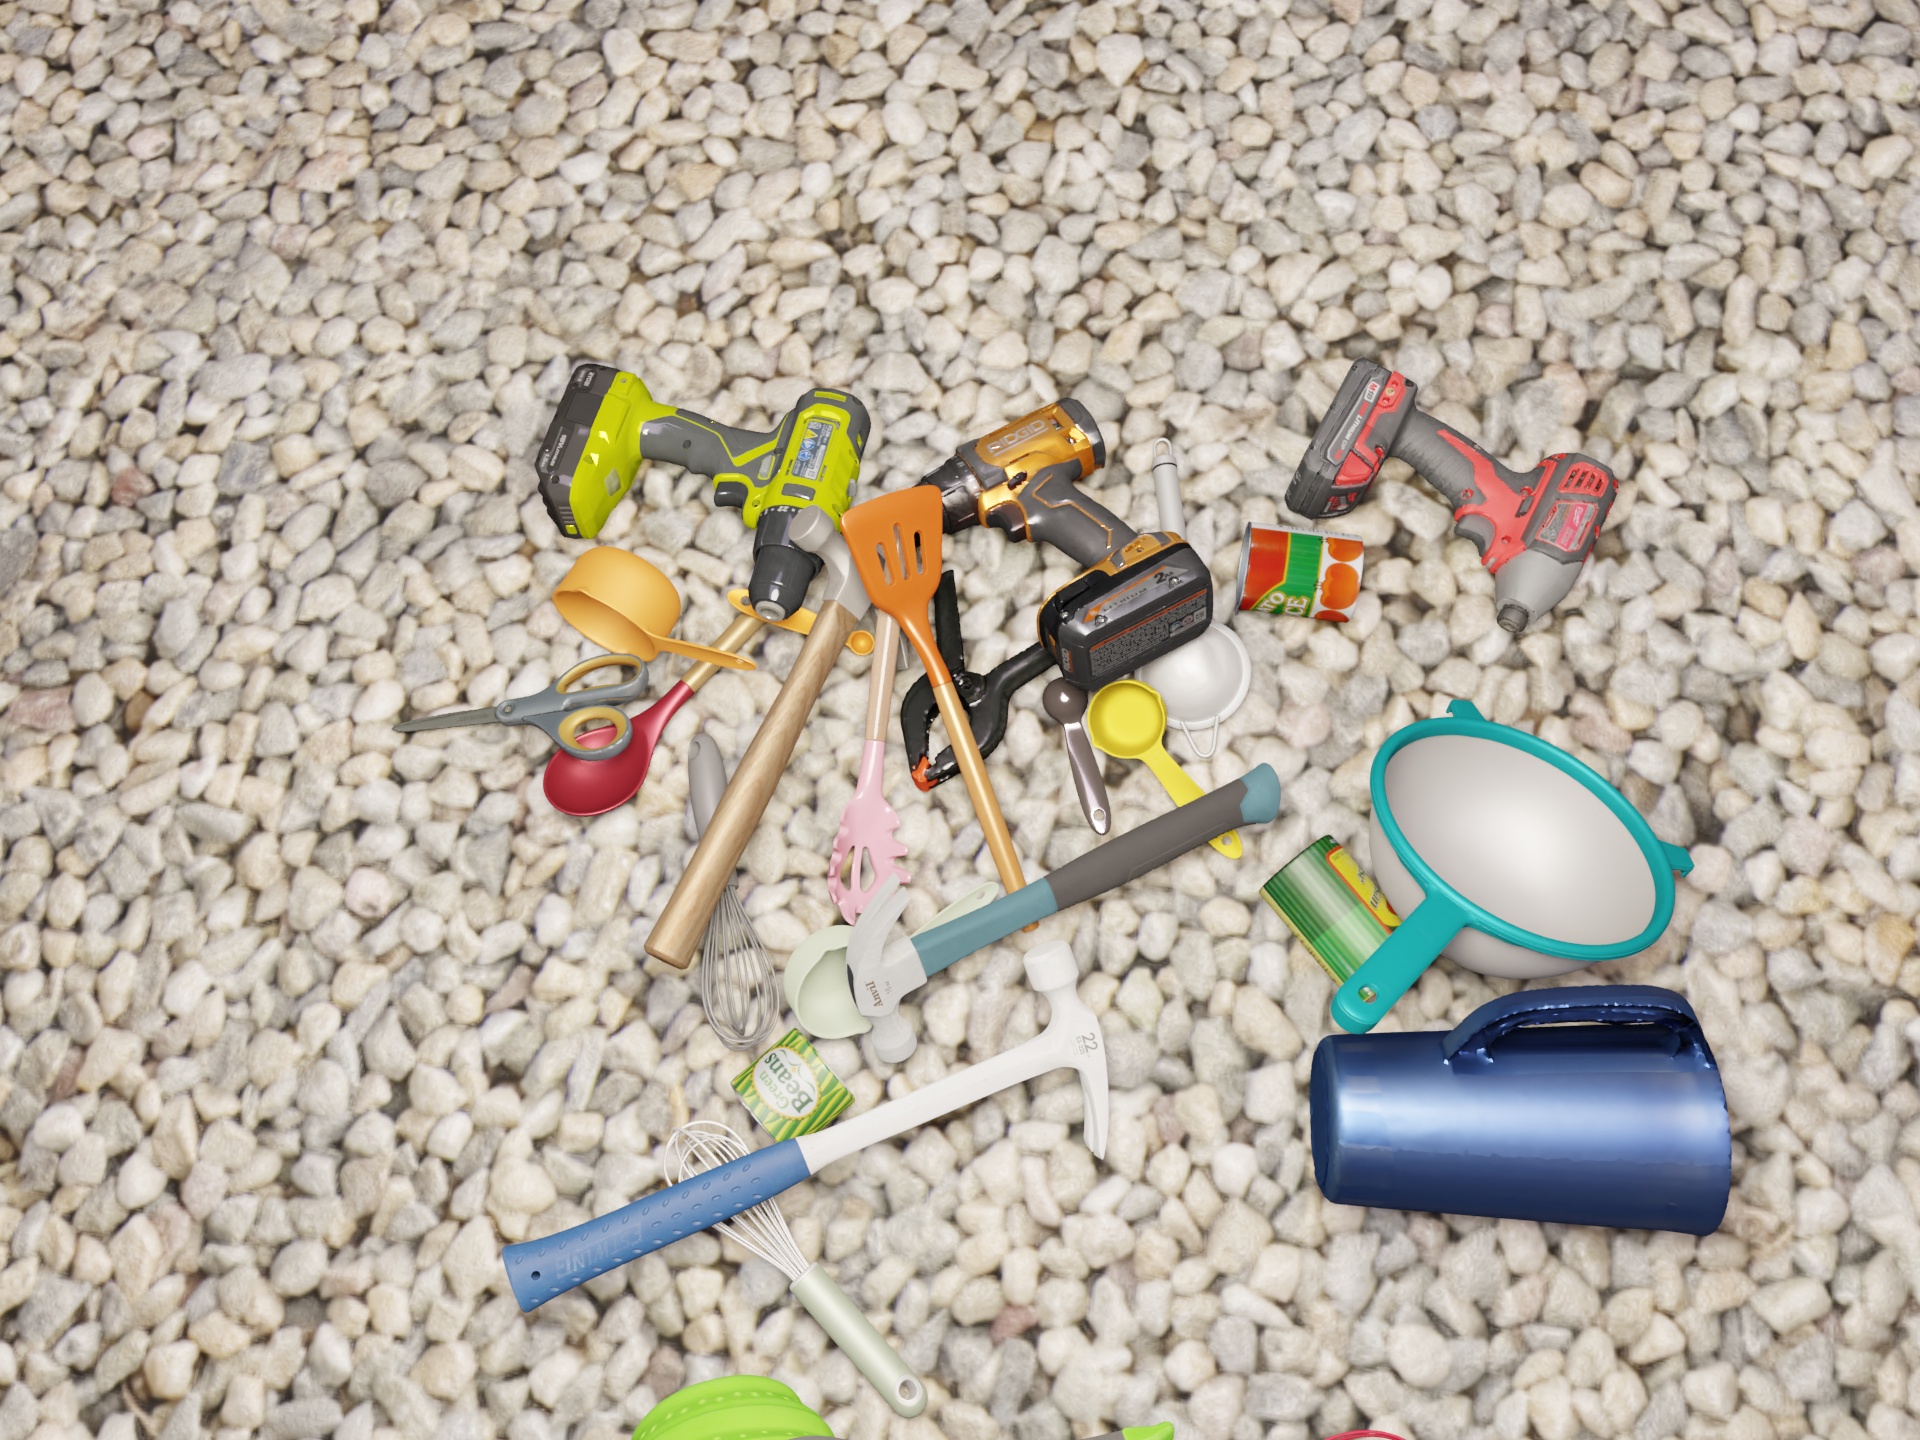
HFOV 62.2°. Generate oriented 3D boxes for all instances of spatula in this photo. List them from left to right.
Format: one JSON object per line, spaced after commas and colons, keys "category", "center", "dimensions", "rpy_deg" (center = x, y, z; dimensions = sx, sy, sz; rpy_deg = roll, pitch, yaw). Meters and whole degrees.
{"category": "spatula", "center": [-0.002, -0.004, 1.122], "dimensions": [0.081, 0.041, 0.322], "rpy_deg": [-20, 90, -23]}

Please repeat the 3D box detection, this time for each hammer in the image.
{"category": "hammer", "center": [-0.131, 0.020, 1.120], "dimensions": [0.031, 0.129, 0.331], "rpy_deg": [5, 64, 47]}
{"category": "hammer", "center": [-0.090, 0.283, 1.029], "dimensions": [0.405, 0.035, 0.144], "rpy_deg": [-21, 94, -13]}
{"category": "hammer", "center": [0.074, 0.115, 1.095], "dimensions": [0.331, 0.128, 0.033], "rpy_deg": [-25, 32, -10]}

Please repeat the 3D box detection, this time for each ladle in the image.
{"category": "ladle", "center": [-0.189, -0.046, 1.197], "dimensions": [0.069, 0.031, 0.315], "rpy_deg": [38, 76, 18]}

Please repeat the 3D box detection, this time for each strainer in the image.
{"category": "strainer", "center": [0.164, -0.100, 1.193], "dimensions": [0.087, 0.050, 0.259], "rpy_deg": [-10, 68, 15]}
{"category": "strainer", "center": [0.318, 0.127, 1.031], "dimensions": [0.211, 0.095, 0.340], "rpy_deg": [39, 46, 21]}

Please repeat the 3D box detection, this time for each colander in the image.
{"category": "colander", "center": [-0.064, 0.462, 0.993], "dimensions": [0.397, 0.204, 0.095], "rpy_deg": [-6, 36, -16]}

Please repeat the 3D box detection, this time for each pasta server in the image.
{"category": "pasta server", "center": [-0.055, -0.012, 1.140], "dimensions": [0.060, 0.040, 0.316], "rpy_deg": [8, 86, -22]}

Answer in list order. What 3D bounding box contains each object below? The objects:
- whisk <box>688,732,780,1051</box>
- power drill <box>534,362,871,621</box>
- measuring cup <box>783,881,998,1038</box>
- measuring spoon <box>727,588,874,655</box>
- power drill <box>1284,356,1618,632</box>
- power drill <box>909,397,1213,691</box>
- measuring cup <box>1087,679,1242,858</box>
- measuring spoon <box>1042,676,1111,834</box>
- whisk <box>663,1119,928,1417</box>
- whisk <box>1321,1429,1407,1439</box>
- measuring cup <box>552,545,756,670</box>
{"category": "whisk", "center": [-0.168, 0.118, 1.134], "dimensions": [0.055, 0.055, 0.239], "rpy_deg": [-12, 68, -1]}
{"category": "power drill", "center": [-0.195, -0.176, 1.202], "dimensions": [0.228, 0.080, 0.191], "rpy_deg": [12, 63, 6]}
{"category": "measuring cup", "center": [-0.049, 0.154, 1.109], "dimensions": [0.167, 0.083, 0.038], "rpy_deg": [-33, 35, -15]}
{"category": "measuring spoon", "center": [-0.120, -0.074, 1.199], "dimensions": [0.117, 0.011, 0.021], "rpy_deg": [20, 72, -4]}
{"category": "power drill", "center": [0.363, -0.164, 1.186], "dimensions": [0.220, 0.078, 0.143], "rpy_deg": [28, 76, 8]}
{"category": "power drill", "center": [0.056, -0.127, 1.162], "dimensions": [0.185, 0.084, 0.226], "rpy_deg": [-27, 56, -10]}
{"category": "measuring cup", "center": [0.154, 0.036, 1.157], "dimensions": [0.062, 0.029, 0.156], "rpy_deg": [-40, 88, 17]}
{"category": "measuring spoon", "center": [0.089, 0.024, 1.166], "dimensions": [0.034, 0.018, 0.124], "rpy_deg": [-14, 73, -2]}
{"category": "whisk", "center": [-0.110, 0.362, 1.054], "dimensions": [0.246, 0.059, 0.058], "rpy_deg": [46, 57, 10]}
{"category": "whisk", "center": [0.155, 0.519, 0.987], "dimensions": [0.296, 0.073, 0.073], "rpy_deg": [-24, 73, 2]}
{"category": "measuring cup", "center": [-0.214, -0.079, 1.166], "dimensions": [0.174, 0.095, 0.052], "rpy_deg": [16, 65, 21]}
